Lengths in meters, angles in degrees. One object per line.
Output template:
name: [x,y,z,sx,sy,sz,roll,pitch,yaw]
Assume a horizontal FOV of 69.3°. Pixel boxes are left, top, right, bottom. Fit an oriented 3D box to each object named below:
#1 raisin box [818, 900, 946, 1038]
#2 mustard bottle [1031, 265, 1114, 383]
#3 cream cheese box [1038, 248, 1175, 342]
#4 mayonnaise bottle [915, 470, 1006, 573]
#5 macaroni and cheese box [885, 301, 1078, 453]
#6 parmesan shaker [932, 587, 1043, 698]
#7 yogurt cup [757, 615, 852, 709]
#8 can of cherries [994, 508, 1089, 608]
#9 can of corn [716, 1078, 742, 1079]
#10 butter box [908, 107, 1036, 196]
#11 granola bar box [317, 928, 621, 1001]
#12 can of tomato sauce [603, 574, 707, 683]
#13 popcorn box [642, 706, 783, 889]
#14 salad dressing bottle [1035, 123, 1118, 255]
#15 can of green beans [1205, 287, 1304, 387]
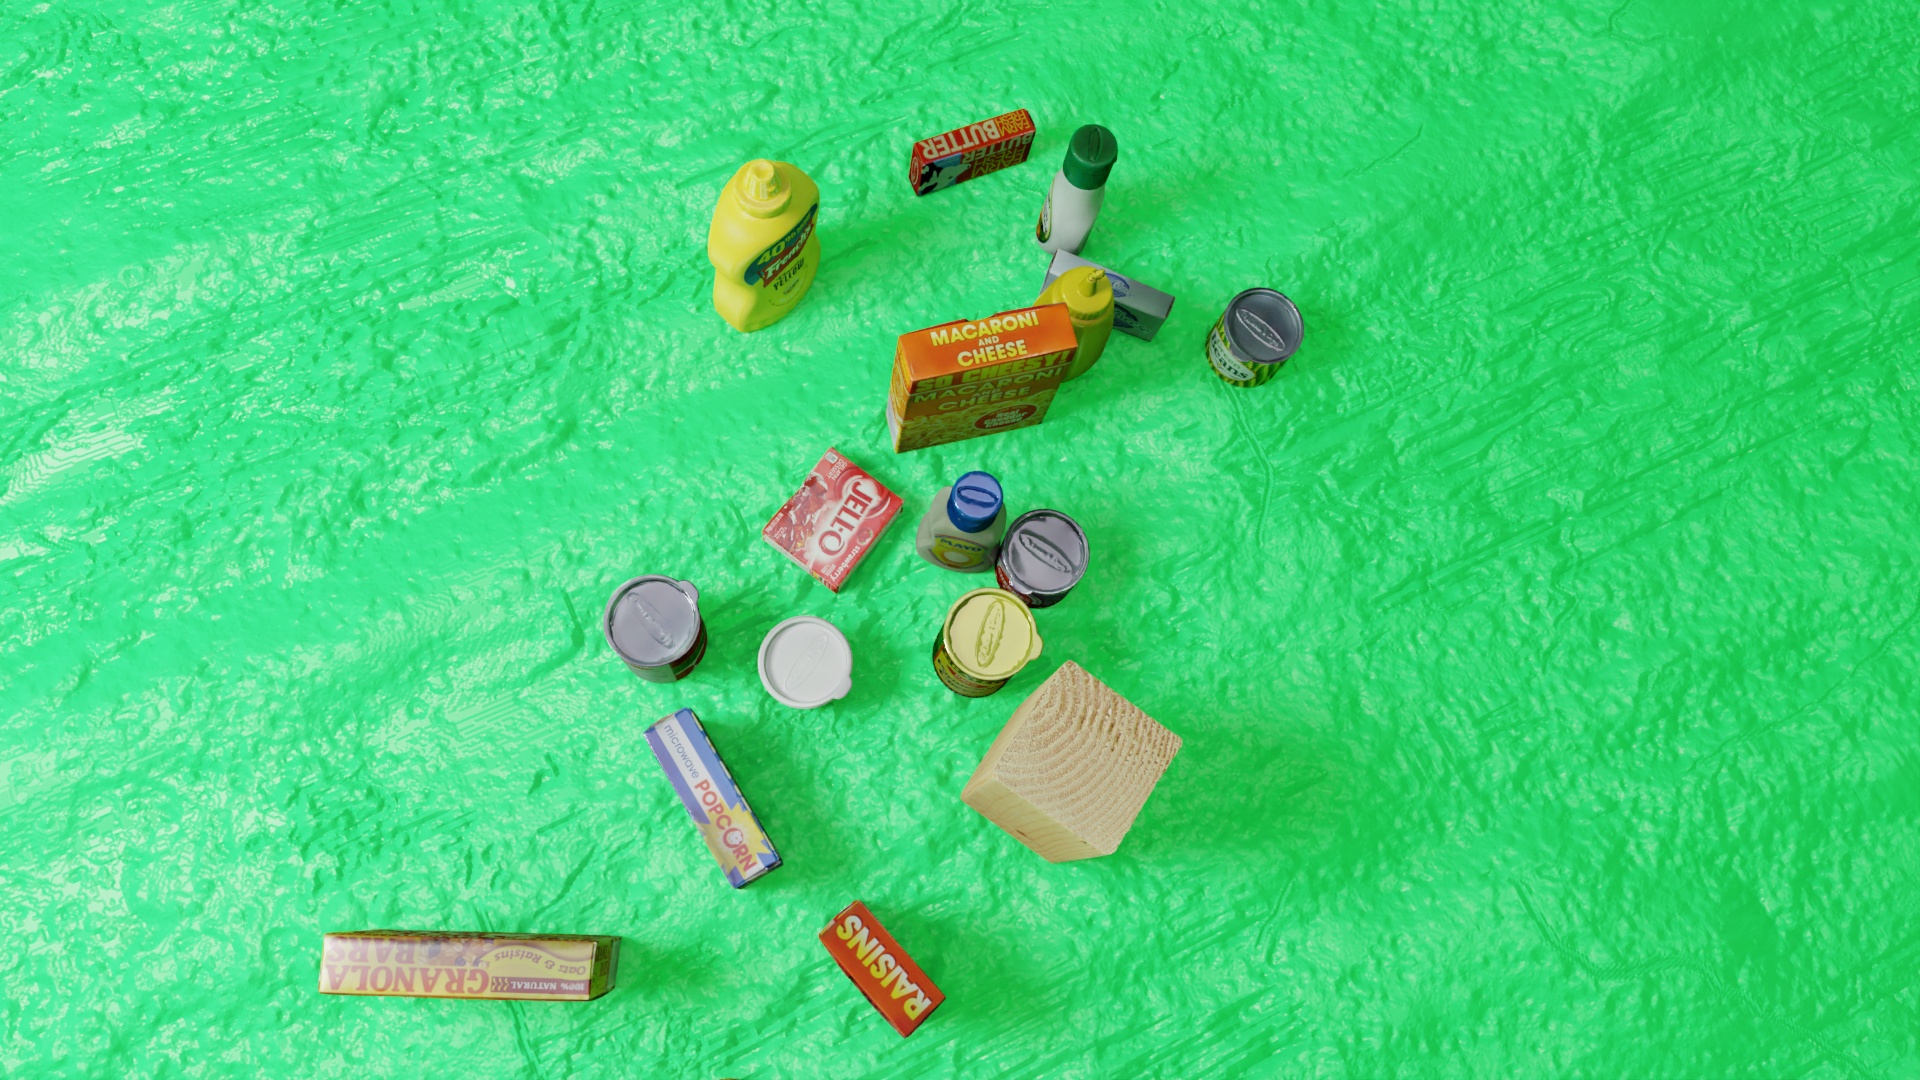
raisin box: [-0.056,0.288,0.943,0.040,0.123,0.086,-41,83,-14]
mustard bottle: [0.086,-0.173,1.064,0.049,0.159,0.065,-37,82,-14]
cream cheese box: [0.118,-0.198,1.130,0.104,0.053,0.024,23,74,0]
mayonnaise bottle: [0.004,-0.013,1.018,0.065,0.147,0.041,14,75,-2]
macaroni and cheese box: [0.011,-0.119,1.038,0.124,0.166,0.040,-13,77,-9]
parmesan shaker: [0.018,0.078,1.018,0.071,0.103,0.071,2,75,-6]
yogurt cup: [-0.114,0.093,1.025,0.072,0.053,0.072,2,75,-6]
can of cherries: [0.059,0.017,1.063,0.071,0.058,0.071,2,75,-6]
can of corn: [-0.161,0.398,0.935,0.071,0.058,0.071,2,75,-6]
butter box: [0.009,-0.322,1.151,0.104,0.053,0.024,-21,79,-11]
granola bar box: [-0.317,0.279,0.916,0.166,0.124,0.039,3,75,-5]
can of tomato sauce: [-0.218,0.064,1.006,0.071,0.083,0.071,2,75,-6]
popcorn box: [-0.173,0.182,0.978,0.038,0.085,0.127,-31,80,-13]
salad dressing bottle: [0.092,-0.276,1.099,0.044,0.147,0.064,10,75,-4]
can of green beans: [0.238,-0.164,1.132,0.071,0.057,0.071,2,75,-6]
